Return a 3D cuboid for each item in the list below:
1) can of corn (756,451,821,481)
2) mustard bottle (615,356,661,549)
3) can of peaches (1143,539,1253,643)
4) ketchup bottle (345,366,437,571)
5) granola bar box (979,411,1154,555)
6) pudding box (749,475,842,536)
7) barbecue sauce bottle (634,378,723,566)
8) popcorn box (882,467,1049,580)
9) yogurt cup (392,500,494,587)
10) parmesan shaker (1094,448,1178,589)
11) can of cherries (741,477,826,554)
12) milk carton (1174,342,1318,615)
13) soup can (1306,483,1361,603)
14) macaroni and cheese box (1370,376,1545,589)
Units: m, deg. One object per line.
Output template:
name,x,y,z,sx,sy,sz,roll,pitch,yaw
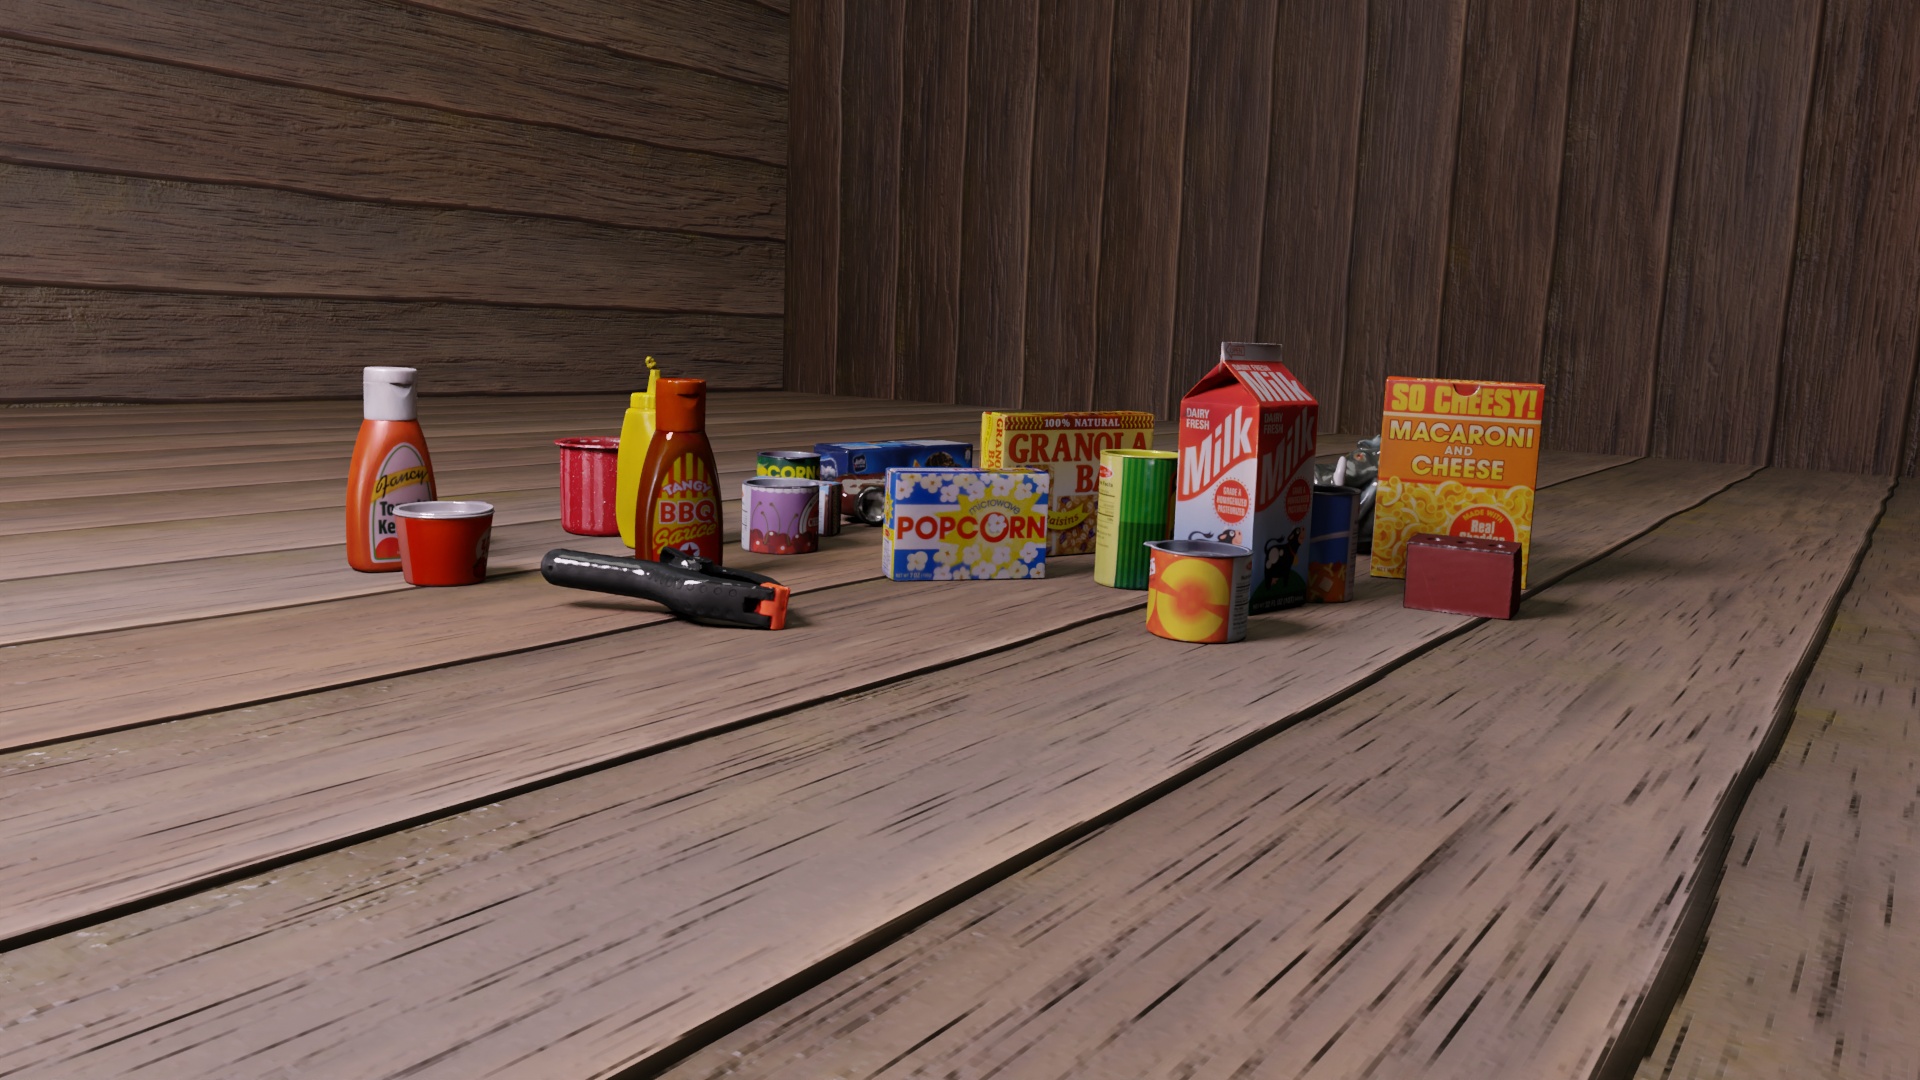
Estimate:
can of corn,-0.177,-0.060,1.432,0.071,0.058,0.071,2,8,0
mustard bottle,-0.253,-0.072,1.156,0.065,0.160,0.049,8,10,35
can of peaches,0.154,0.032,0.909,0.071,0.058,0.071,2,8,0
ketchup bottle,-0.421,-0.053,1.027,0.043,0.148,0.065,9,11,41
granola bar box,0.093,-0.051,1.220,0.166,0.124,0.039,-4,10,-34
pudding box,-0.153,-0.032,1.284,0.084,0.049,0.030,5,9,18
barbecue sauce bottle,-0.208,-0.045,1.029,0.065,0.148,0.043,-3,9,-30
popcorn box,0.004,-0.014,1.083,0.127,0.085,0.038,0,9,-17
yogurt cup,-0.368,0.002,0.991,0.072,0.054,0.072,2,8,0
parmesan shaker,0.139,-0.018,1.084,0.071,0.103,0.071,2,8,0
can of cherries,-0.150,-0.021,1.184,0.071,0.058,0.071,2,8,0
milk carton,0.207,-0.048,1.010,0.072,0.190,0.073,-5,11,-41
soup can,0.266,0.001,1.060,0.071,0.083,0.071,2,8,0
macaroni and cheese box,0.409,-0.049,1.146,0.124,0.166,0.040,5,8,16
